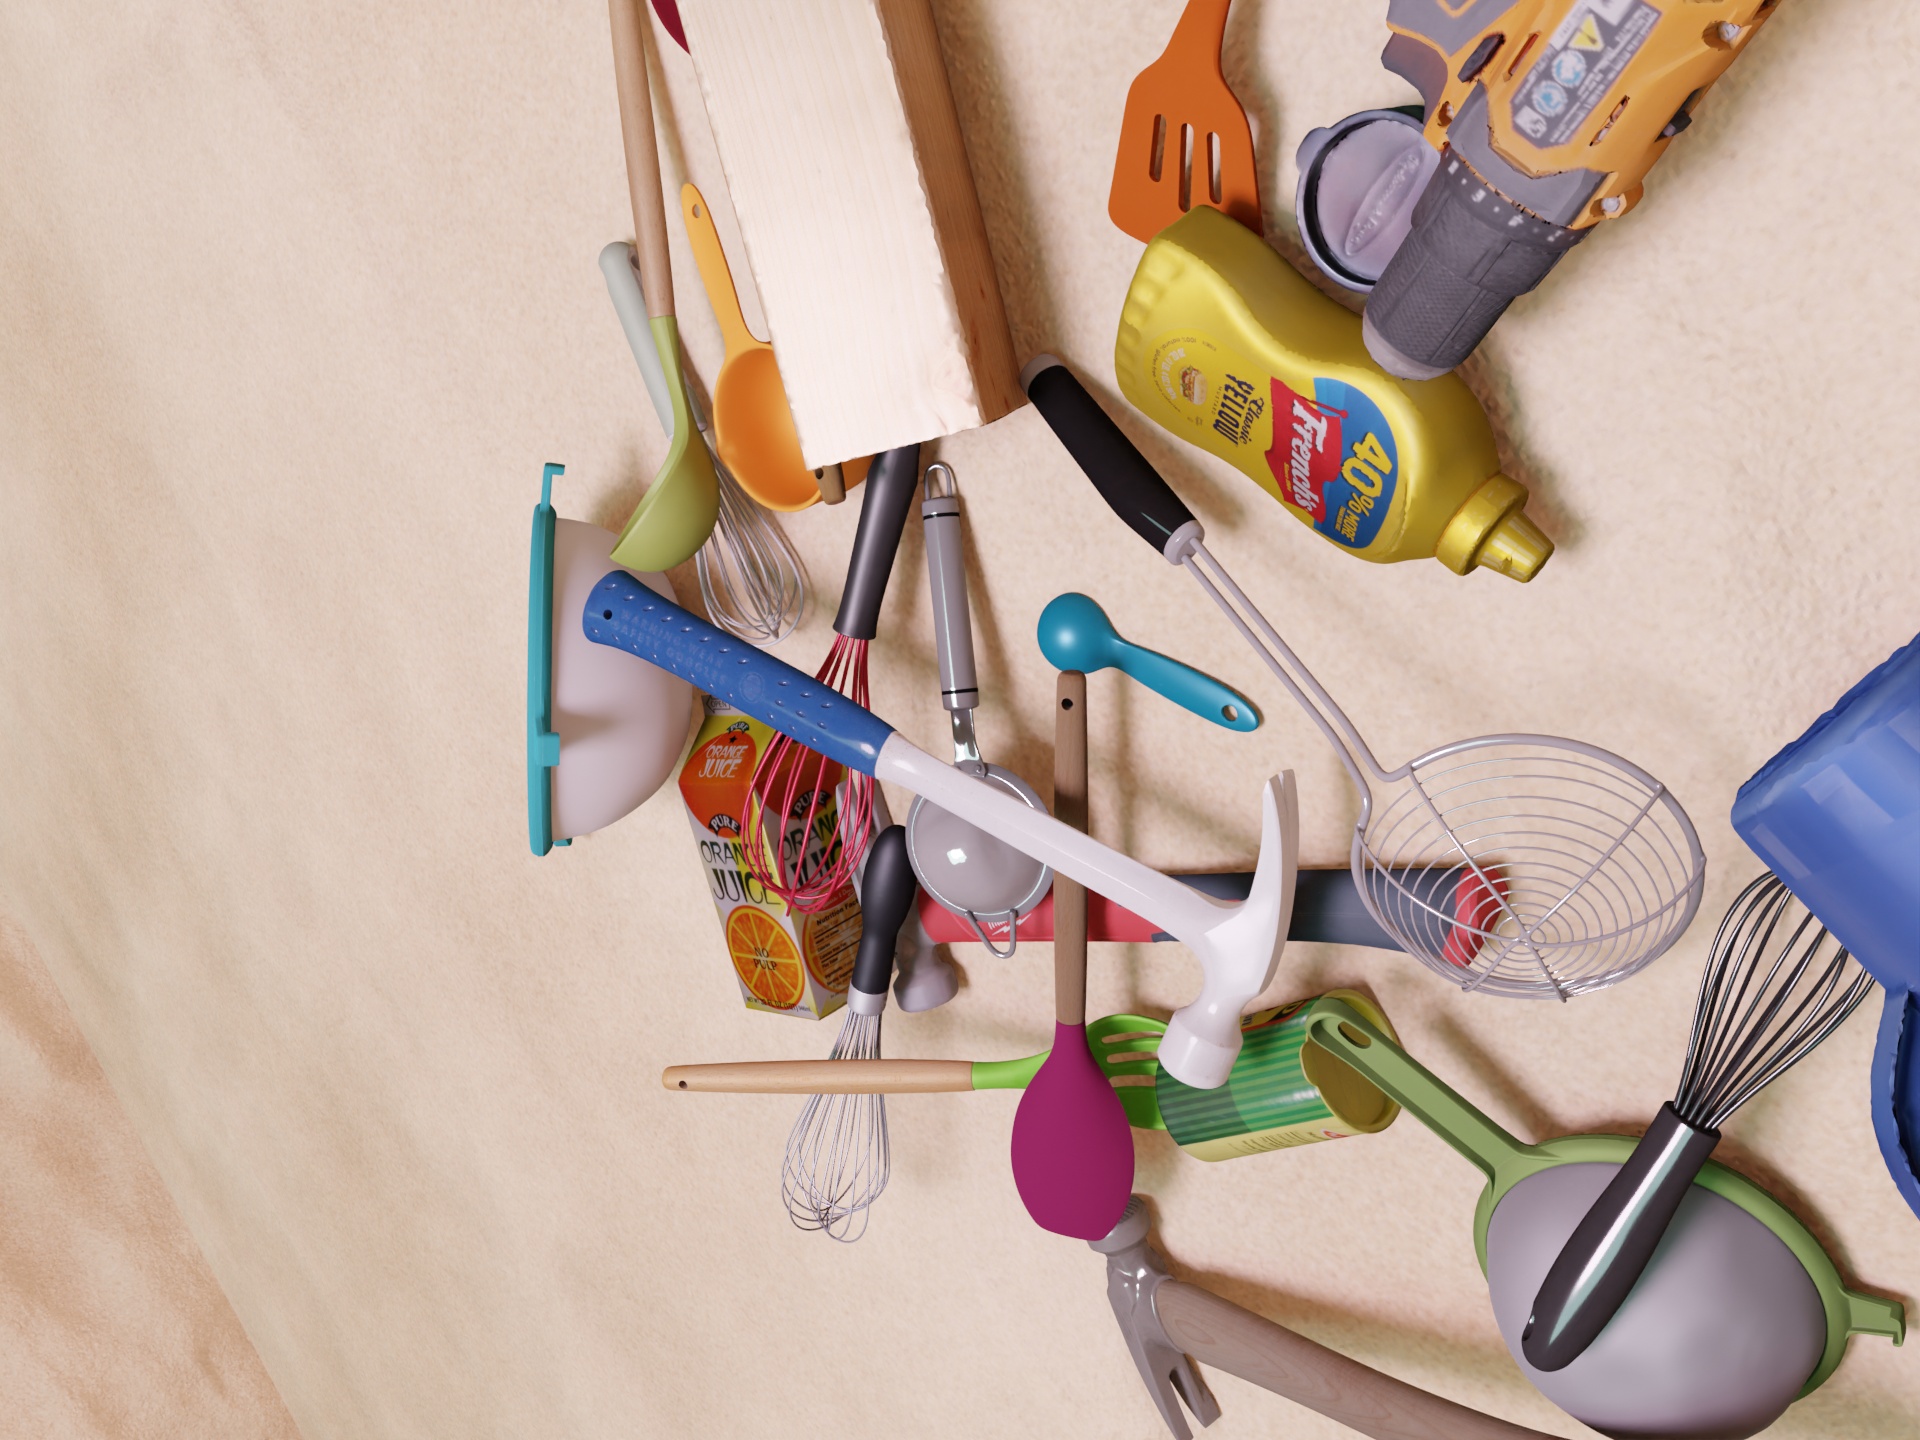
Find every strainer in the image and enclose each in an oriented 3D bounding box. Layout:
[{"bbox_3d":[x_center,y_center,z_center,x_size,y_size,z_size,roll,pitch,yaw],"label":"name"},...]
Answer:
[{"bbox_3d":[0.242,0.219,0.669,0.256,0.069,0.151,39,133,6],"label":"strainer"},{"bbox_3d":[-0.222,0.005,1.014,0.340,0.095,0.211,112,155,-60],"label":"strainer"},{"bbox_3d":[-0.001,-0.003,0.811,0.087,0.050,0.258,-6,90,27],"label":"strainer"}]

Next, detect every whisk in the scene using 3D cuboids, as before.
[{"bbox_3d":[-0.059,0.184,0.918,0.070,0.070,0.284,26,118,32],"label":"whisk"},{"bbox_3d":[-0.061,-0.029,0.842,0.073,0.073,0.295,27,111,32],"label":"whisk"},{"bbox_3d":[0.275,0.151,0.603,0.055,0.055,0.239,32,107,28],"label":"whisk"},{"bbox_3d":[-0.152,-0.158,0.909,0.059,0.058,0.246,-21,92,12],"label":"whisk"}]

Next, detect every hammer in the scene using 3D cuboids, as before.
[{"bbox_3d":[-0.025,0.016,0.773,0.406,0.035,0.144,27,107,24],"label":"hammer"},{"bbox_3d":[0.085,0.081,0.804,0.386,0.038,0.143,-8,102,45],"label":"hammer"},{"bbox_3d":[0.202,0.329,0.742,0.411,0.038,0.146,-9,105,61],"label":"hammer"}]

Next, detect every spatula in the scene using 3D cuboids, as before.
[{"bbox_3d":[0.115,-0.328,0.590,0.081,0.041,0.322,31,124,28],"label":"spatula"}]

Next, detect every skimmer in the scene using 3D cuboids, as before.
[{"bbox_3d":[0.149,-0.036,0.673,0.364,0.090,0.127,55,137,29],"label":"skimmer"}]

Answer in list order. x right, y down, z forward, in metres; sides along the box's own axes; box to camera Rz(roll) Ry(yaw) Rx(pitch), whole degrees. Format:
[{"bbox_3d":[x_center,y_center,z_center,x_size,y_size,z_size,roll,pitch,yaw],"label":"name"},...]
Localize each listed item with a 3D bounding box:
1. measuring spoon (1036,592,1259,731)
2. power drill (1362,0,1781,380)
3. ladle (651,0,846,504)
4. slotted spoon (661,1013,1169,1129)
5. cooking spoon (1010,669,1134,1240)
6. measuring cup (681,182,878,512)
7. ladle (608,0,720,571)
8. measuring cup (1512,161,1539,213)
[{"bbox_3d":[0.085,-0.022,0.764,0.129,0.021,0.042,29,127,31],"label":"measuring spoon"},{"bbox_3d":[0.133,-0.239,0.527,0.226,0.084,0.185,44,138,14],"label":"power drill"},{"bbox_3d":[-0.099,-0.257,0.778,0.069,0.031,0.315,-19,84,44],"label":"ladle"},{"bbox_3d":[-0.017,0.193,0.871,0.314,0.031,0.070,-4,109,14],"label":"slotted spoon"},{"bbox_3d":[0.055,0.128,0.804,0.069,0.017,0.318,6,110,20],"label":"cooking spoon"},{"bbox_3d":[-0.096,-0.197,0.828,0.095,0.052,0.173,-14,98,46],"label":"measuring cup"},{"bbox_3d":[-0.174,-0.239,0.844,0.078,0.062,0.320,-172,75,-72],"label":"ladle"},{"bbox_3d":[0.209,-0.239,0.536,0.083,0.038,0.167,33,133,30],"label":"measuring cup"}]
